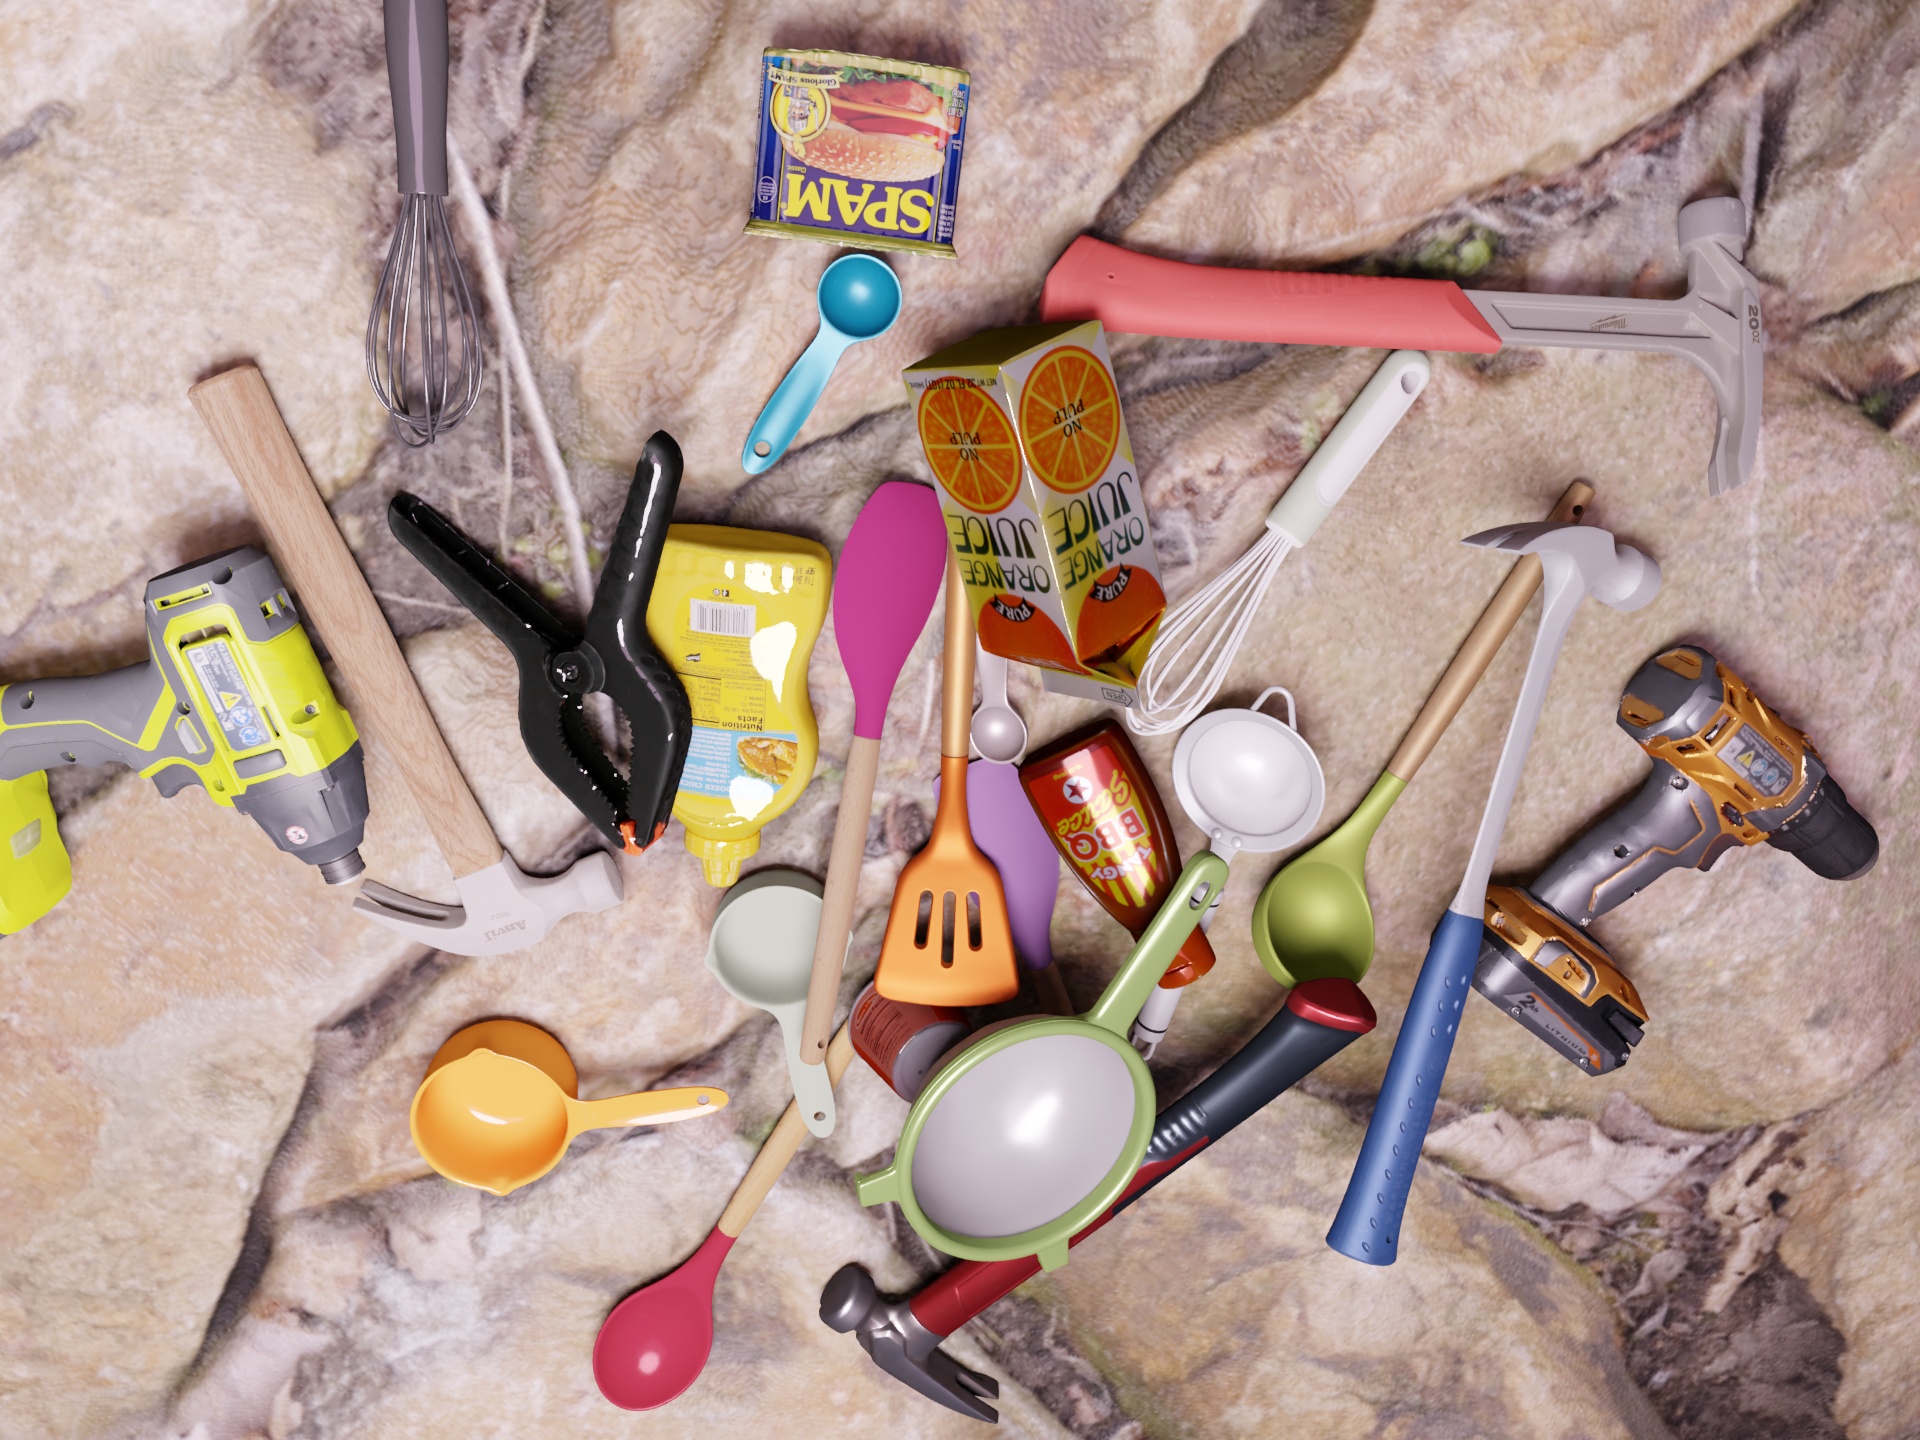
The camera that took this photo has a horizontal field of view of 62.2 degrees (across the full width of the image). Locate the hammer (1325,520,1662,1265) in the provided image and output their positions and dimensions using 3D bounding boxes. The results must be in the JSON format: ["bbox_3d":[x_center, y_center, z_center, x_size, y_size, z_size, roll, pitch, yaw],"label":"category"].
[{"bbox_3d":[0.266,0.091,0.840,0.144,0.035,0.405,13,95,-40],"label":"hammer"}]

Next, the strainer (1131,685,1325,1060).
[{"bbox_3d":[0.142,0.089,0.903,0.087,0.050,0.258,26,115,18],"label":"strainer"}]

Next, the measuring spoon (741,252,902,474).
[{"bbox_3d":[-0.074,-0.178,0.799,0.042,0.021,0.128,31,113,-16],"label":"measuring spoon"}]

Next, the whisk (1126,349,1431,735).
[{"bbox_3d":[0.166,-0.092,0.837,0.057,0.059,0.246,32,99,-28],"label":"whisk"}]

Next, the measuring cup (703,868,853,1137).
[{"bbox_3d":[-0.094,0.160,0.906,0.083,0.038,0.167,-11,112,-2],"label":"measuring cup"}]

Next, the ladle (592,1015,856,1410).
[{"bbox_3d":[-0.128,0.285,0.952,0.069,0.031,0.315,29,103,-14],"label":"ladle"}]

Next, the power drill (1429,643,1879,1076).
[{"bbox_3d":[0.406,0.094,0.914,0.185,0.084,0.226,35,98,-18],"label":"power drill"}]

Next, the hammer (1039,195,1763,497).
[{"bbox_3d":[0.219,-0.194,0.792,0.359,0.036,0.149,2,85,-3],"label":"hammer"}]

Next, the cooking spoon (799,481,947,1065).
[{"bbox_3d":[-0.053,0.033,0.842,0.068,0.017,0.319,1,104,-40],"label":"cooking spoon"}]

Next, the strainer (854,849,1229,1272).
[{"bbox_3d":[0.054,0.168,0.859,0.151,0.069,0.256,30,96,-31],"label":"strainer"}]

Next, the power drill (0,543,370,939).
[{"bbox_3d":[-0.413,0.025,0.784,0.223,0.080,0.171,-16,108,7],"label":"power drill"}]

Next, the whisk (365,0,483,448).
[{"bbox_3d":[-0.252,-0.246,0.737,0.055,0.055,0.239,1,105,-7],"label":"whisk"}]

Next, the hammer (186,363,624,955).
[{"bbox_3d":[-0.302,-0.021,0.820,0.130,0.031,0.331,-21,110,1],"label":"hammer"}]

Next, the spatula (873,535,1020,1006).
[{"bbox_3d":[-0.001,-0.003,0.844,0.081,0.041,0.322,2,107,0],"label":"spatula"}]

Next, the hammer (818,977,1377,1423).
[{"bbox_3d":[0.095,0.283,0.934,0.143,0.038,0.386,40,112,-19],"label":"hammer"}]

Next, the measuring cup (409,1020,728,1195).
[{"bbox_3d":[-0.219,0.210,0.903,0.173,0.052,0.095,-4,110,-7],"label":"measuring cup"}]

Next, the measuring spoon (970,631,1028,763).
[{"bbox_3d":[0.020,-0.038,0.858,0.034,0.018,0.124,3,106,24],"label":"measuring spoon"}]

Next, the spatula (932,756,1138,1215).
[{"bbox_3d":[0.057,0.163,0.932,0.060,0.018,0.315,-19,110,0],"label":"spatula"}]

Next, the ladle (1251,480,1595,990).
[{"bbox_3d":[0.262,0.013,0.880,0.078,0.062,0.320,26,102,-18],"label":"ladle"}]
